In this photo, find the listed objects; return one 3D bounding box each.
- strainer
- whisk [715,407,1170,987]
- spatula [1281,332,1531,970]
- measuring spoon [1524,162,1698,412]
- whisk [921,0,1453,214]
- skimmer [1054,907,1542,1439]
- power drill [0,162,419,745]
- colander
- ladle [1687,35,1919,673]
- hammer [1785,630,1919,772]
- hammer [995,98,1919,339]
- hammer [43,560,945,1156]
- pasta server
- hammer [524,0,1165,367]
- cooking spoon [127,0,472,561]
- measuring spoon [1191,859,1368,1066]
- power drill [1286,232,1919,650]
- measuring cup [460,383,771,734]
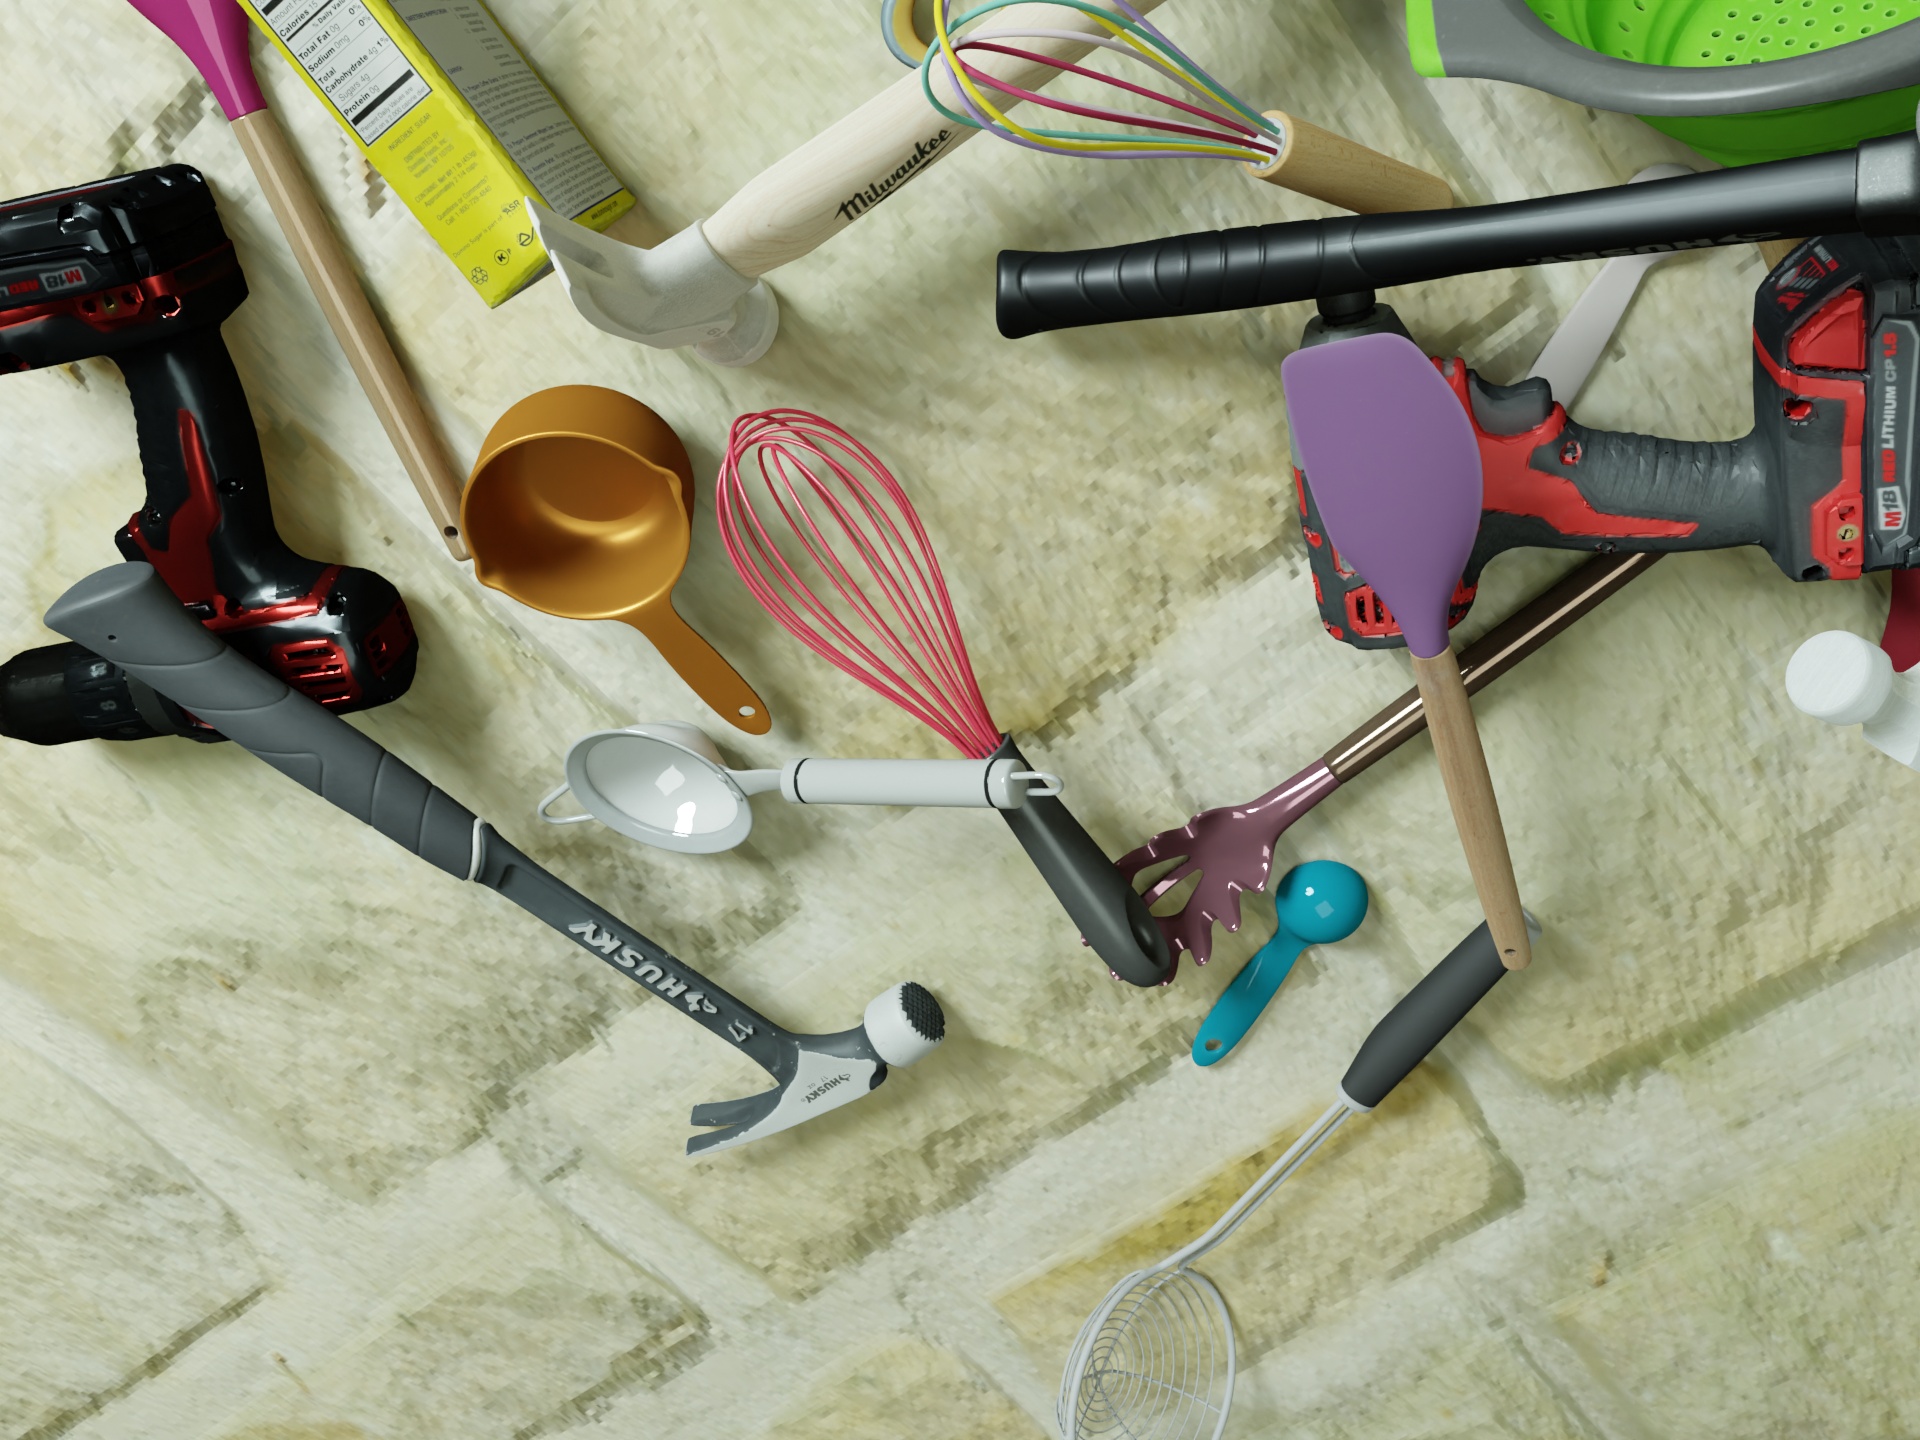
[{"bbox_3d":[-0.071,0.024,0.659,0.258,0.050,0.086,0,140,32],"label":"strainer"},{"bbox_3d":[-0.001,-0.002,0.651,0.073,0.073,0.295,-32,105,18],"label":"whisk"},{"bbox_3d":[0.188,-0.009,0.611,0.060,0.018,0.315,-5,130,28],"label":"spatula"},{"bbox_3d":[0.240,-0.149,0.600,0.034,0.018,0.124,23,117,-7],"label":"measuring spoon"},{"bbox_3d":[0.083,-0.185,0.508,0.244,0.047,0.051,0,140,-41],"label":"whisk"},{"bbox_3d":[0.168,0.243,0.762,0.127,0.090,0.363,16,119,-41],"label":"skimmer"},{"bbox_3d":[-0.344,-0.090,0.642,0.188,0.080,0.226,-9,119,8],"label":"power drill"},{"bbox_3d":[0.334,-0.245,0.443,0.397,0.205,0.094,-5,152,32],"label":"colander"},{"bbox_3d":[0.345,-0.115,0.607,0.069,0.031,0.315,-29,109,17],"label":"ladle"},{"bbox_3d":[0.409,-0.119,0.500,0.128,0.033,0.331,20,112,-26],"label":"hammer"},{"bbox_3d":[0.154,-0.151,0.507,0.335,0.146,0.035,3,95,35],"label":"hammer"},{"bbox_3d":[-0.197,0.068,0.689,0.149,0.036,0.408,-37,120,24],"label":"hammer"},{"bbox_3d":[0.180,0.008,0.673,0.316,0.040,0.060,-39,97,19],"label":"pasta server"},{"bbox_3d":[0.052,-0.238,0.504,0.410,0.146,0.038,-29,87,15],"label":"hammer"},{"bbox_3d":[-0.258,-0.205,0.607,0.069,0.017,0.318,-16,114,12],"label":"cooking spoon"},{"bbox_3d":[0.145,0.120,0.739,0.042,0.021,0.128,27,114,-9],"label":"measuring spoon"},{"bbox_3d":[0.231,-0.108,0.579,0.220,0.079,0.143,-7,118,19],"label":"power drill"},{"bbox_3d":[-0.129,-0.063,0.657,0.095,0.052,0.173,-24,130,17],"label":"measuring cup"}]
